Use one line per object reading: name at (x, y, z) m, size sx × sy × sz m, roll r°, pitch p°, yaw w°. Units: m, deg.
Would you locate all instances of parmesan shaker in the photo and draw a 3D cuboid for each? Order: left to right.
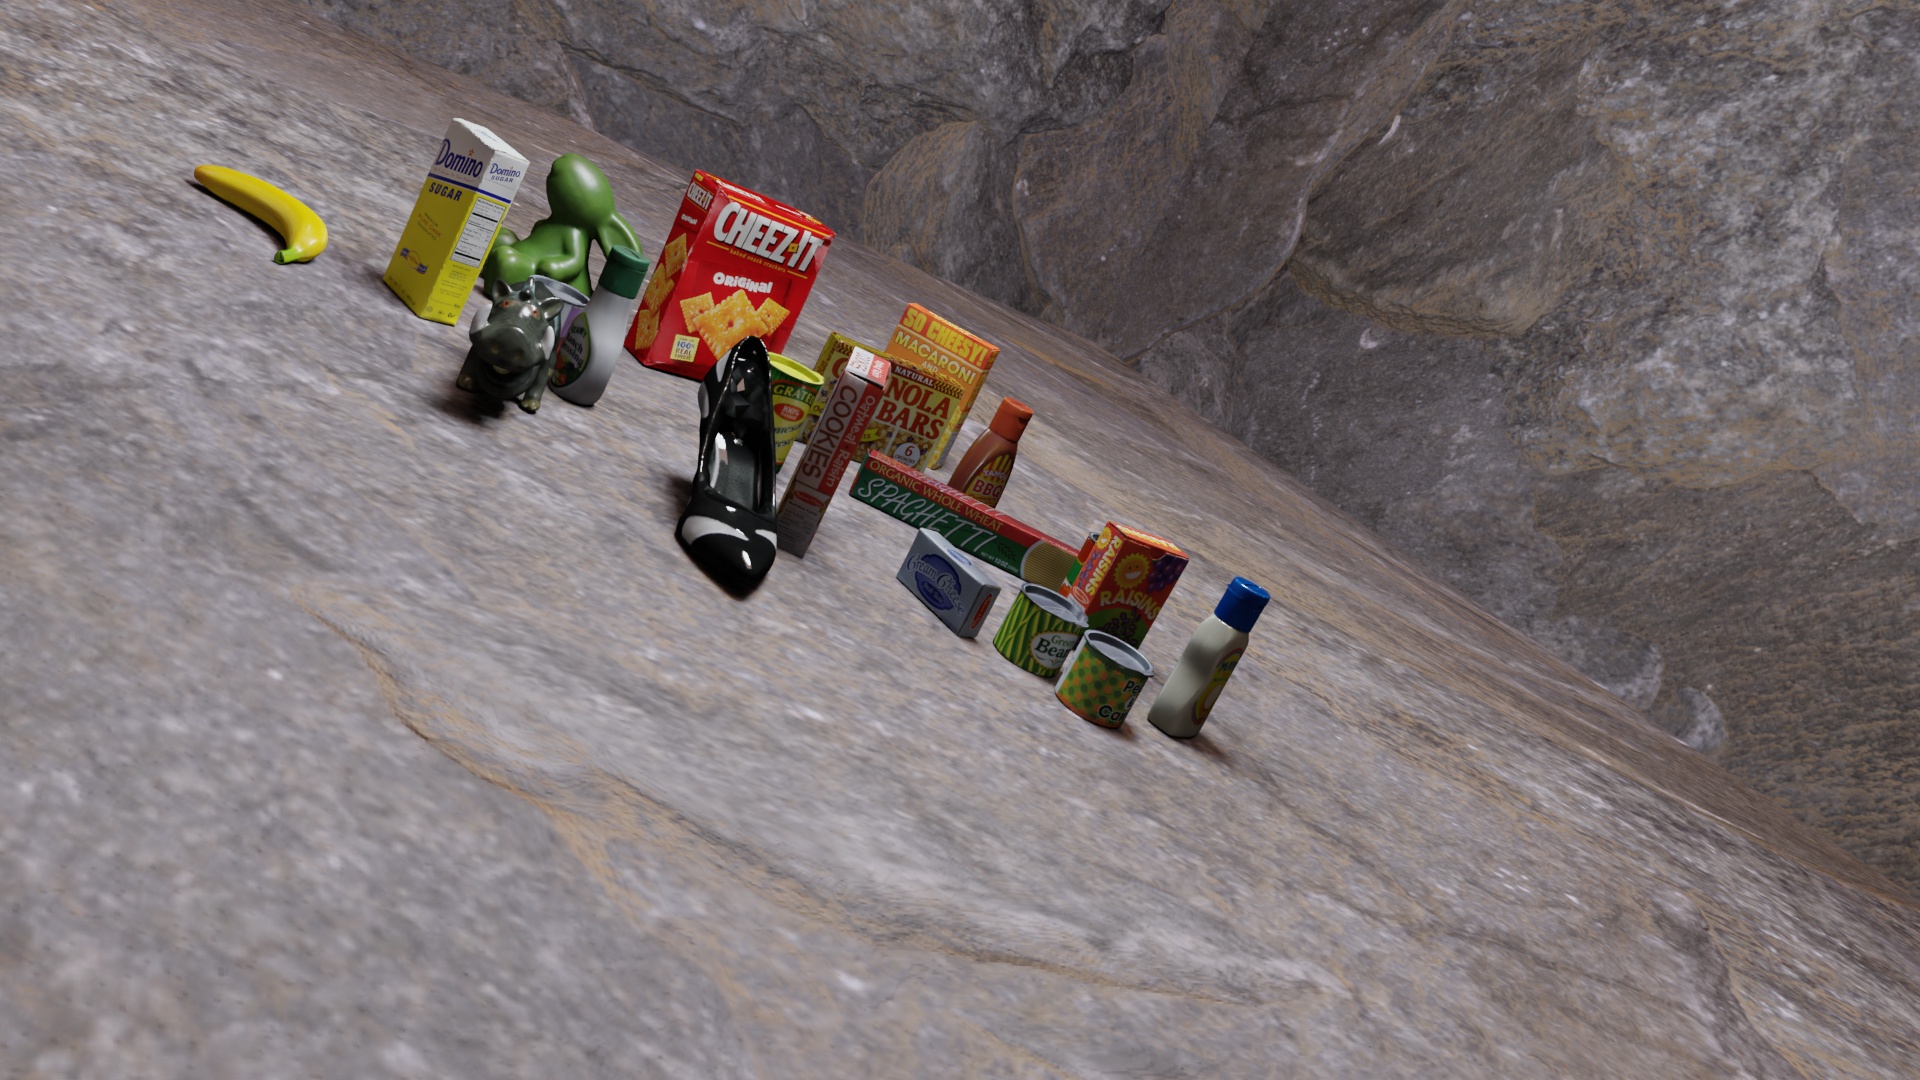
parmesan shaker at (-0.185, -0.125, 1.374) m, size 0.071 × 0.102 × 0.071 m, roll 26°, pitch 15°, yaw -7°

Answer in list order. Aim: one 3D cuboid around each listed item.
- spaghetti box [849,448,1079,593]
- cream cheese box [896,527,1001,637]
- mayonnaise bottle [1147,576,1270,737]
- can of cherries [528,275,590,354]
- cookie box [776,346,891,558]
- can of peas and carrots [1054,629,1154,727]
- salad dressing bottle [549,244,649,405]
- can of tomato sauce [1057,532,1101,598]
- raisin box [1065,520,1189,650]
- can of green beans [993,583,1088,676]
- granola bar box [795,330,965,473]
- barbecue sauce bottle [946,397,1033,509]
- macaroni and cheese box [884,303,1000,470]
spaghetti box at (0.005, -0.018, 1.446) m, size 0.250 × 0.050 × 0.029 m, roll 26°, pitch 15°, yaw -5°
cream cheese box at (-0.012, 0.037, 1.229) m, size 0.024 × 0.053 × 0.104 m, roll 13°, pitch 21°, yaw -45°
mayonnaise bottle at (0.222, 0.103, 1.226) m, size 0.041 × 0.147 × 0.065 m, roll 37°, pitch 17°, yaw 32°
can of cherries at (-0.414, -0.228, 1.408) m, size 0.071 × 0.058 × 0.072 m, roll 25°, pitch 15°, yaw -7°
cookie box at (-0.114, -0.081, 1.225) m, size 0.040 × 0.167 × 0.123 m, roll 25°, pitch 15°, yaw -8°
can of peas and carrots at (0.123, 0.119, 1.179) m, size 0.071 × 0.058 × 0.071 m, roll 25°, pitch 15°, yaw -7°
salad dressing bottle at (-0.332, -0.199, 1.283) m, size 0.044 × 0.147 × 0.064 m, roll 12°, pitch 21°, yaw -46°
can of tomato sauce at (0.141, 0.044, 1.410) m, size 0.071 × 0.083 × 0.071 m, roll 25°, pitch 15°, yaw -7°
raisin box at (0.152, 0.051, 1.329) m, size 0.086 × 0.123 × 0.040 m, roll 18°, pitch 17°, yaw -33°
can of green beans at (0.070, 0.079, 1.222) m, size 0.071 × 0.057 × 0.071 m, roll 25°, pitch 15°, yaw -7°
granola bar box at (-0.095, -0.149, 1.564) m, size 0.165 × 0.124 × 0.039 m, roll 18°, pitch 17°, yaw -31°
barbecue sauce bottle at (0.030, -0.084, 1.516) m, size 0.065 × 0.148 × 0.044 m, roll 13°, pitch 20°, yaw -43°
macaroni and cheese box at (-0.044, -0.189, 1.704) m, size 0.124 × 0.166 × 0.040 m, roll 30°, pitch 15°, yaw 10°
